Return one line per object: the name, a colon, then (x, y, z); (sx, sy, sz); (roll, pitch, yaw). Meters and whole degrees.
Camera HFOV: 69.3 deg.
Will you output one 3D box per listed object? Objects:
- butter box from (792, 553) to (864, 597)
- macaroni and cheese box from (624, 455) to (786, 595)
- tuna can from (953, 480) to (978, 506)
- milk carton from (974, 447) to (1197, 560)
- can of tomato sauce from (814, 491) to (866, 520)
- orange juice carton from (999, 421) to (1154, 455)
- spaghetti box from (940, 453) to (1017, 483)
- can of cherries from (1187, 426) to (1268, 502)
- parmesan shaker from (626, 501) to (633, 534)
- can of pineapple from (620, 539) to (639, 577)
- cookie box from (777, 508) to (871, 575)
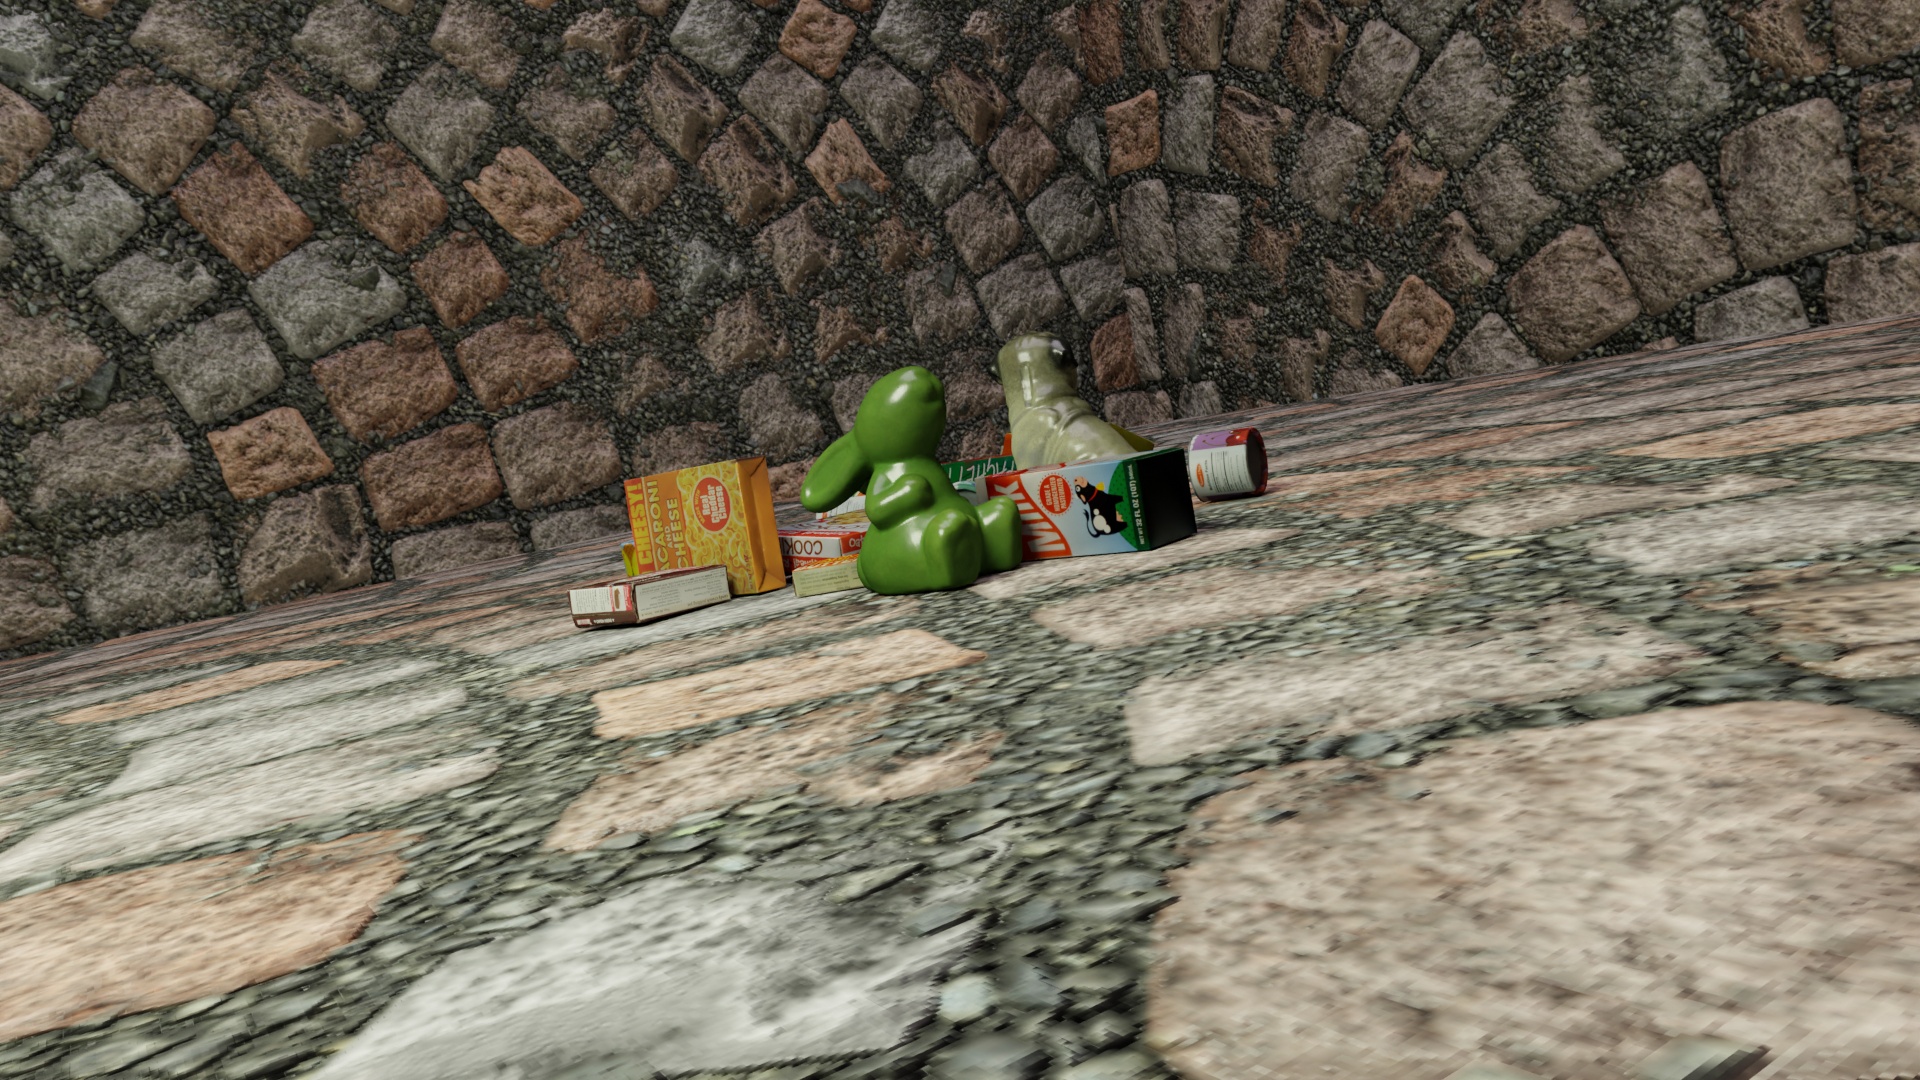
butter box: (-0.087, 0.026, 1.177); (0.103, 0.024, 0.053); (-10, 6, 12)
macaroni and cheese box: (-0.242, -0.008, 1.309); (0.166, 0.123, 0.040); (-7, 3, 40)
tuna can: (0.006, -0.019, 1.268); (0.071, 0.071, 0.033); (-10, 6, 8)
milk carton: (0.088, -0.026, 1.126); (0.190, 0.072, 0.074); (-5, 7, 41)
can of tomato sauce: (-0.109, -0.025, 1.554); (0.083, 0.071, 0.071); (-6, 6, 36)
orange juice carton: (0.102, -0.072, 1.439); (0.073, 0.072, 0.192); (20, -14, -40)
spaghetti box: (0.000, -0.057, 1.414); (0.029, 0.050, 0.249); (-15, 8, -40)
can of cherries: (0.256, -0.073, 1.322); (0.058, 0.071, 0.072); (-8, 6, 30)
parmesan shaker: (-0.296, 0.003, 1.414); (0.071, 0.103, 0.071); (-11, 4, 1)
can of pineapple: (-0.328, 0.025, 1.487); (0.071, 0.057, 0.071); (-11, 5, 1)
cookie box: (-0.103, 0.000, 1.361); (0.123, 0.040, 0.168); (1, 11, 39)
